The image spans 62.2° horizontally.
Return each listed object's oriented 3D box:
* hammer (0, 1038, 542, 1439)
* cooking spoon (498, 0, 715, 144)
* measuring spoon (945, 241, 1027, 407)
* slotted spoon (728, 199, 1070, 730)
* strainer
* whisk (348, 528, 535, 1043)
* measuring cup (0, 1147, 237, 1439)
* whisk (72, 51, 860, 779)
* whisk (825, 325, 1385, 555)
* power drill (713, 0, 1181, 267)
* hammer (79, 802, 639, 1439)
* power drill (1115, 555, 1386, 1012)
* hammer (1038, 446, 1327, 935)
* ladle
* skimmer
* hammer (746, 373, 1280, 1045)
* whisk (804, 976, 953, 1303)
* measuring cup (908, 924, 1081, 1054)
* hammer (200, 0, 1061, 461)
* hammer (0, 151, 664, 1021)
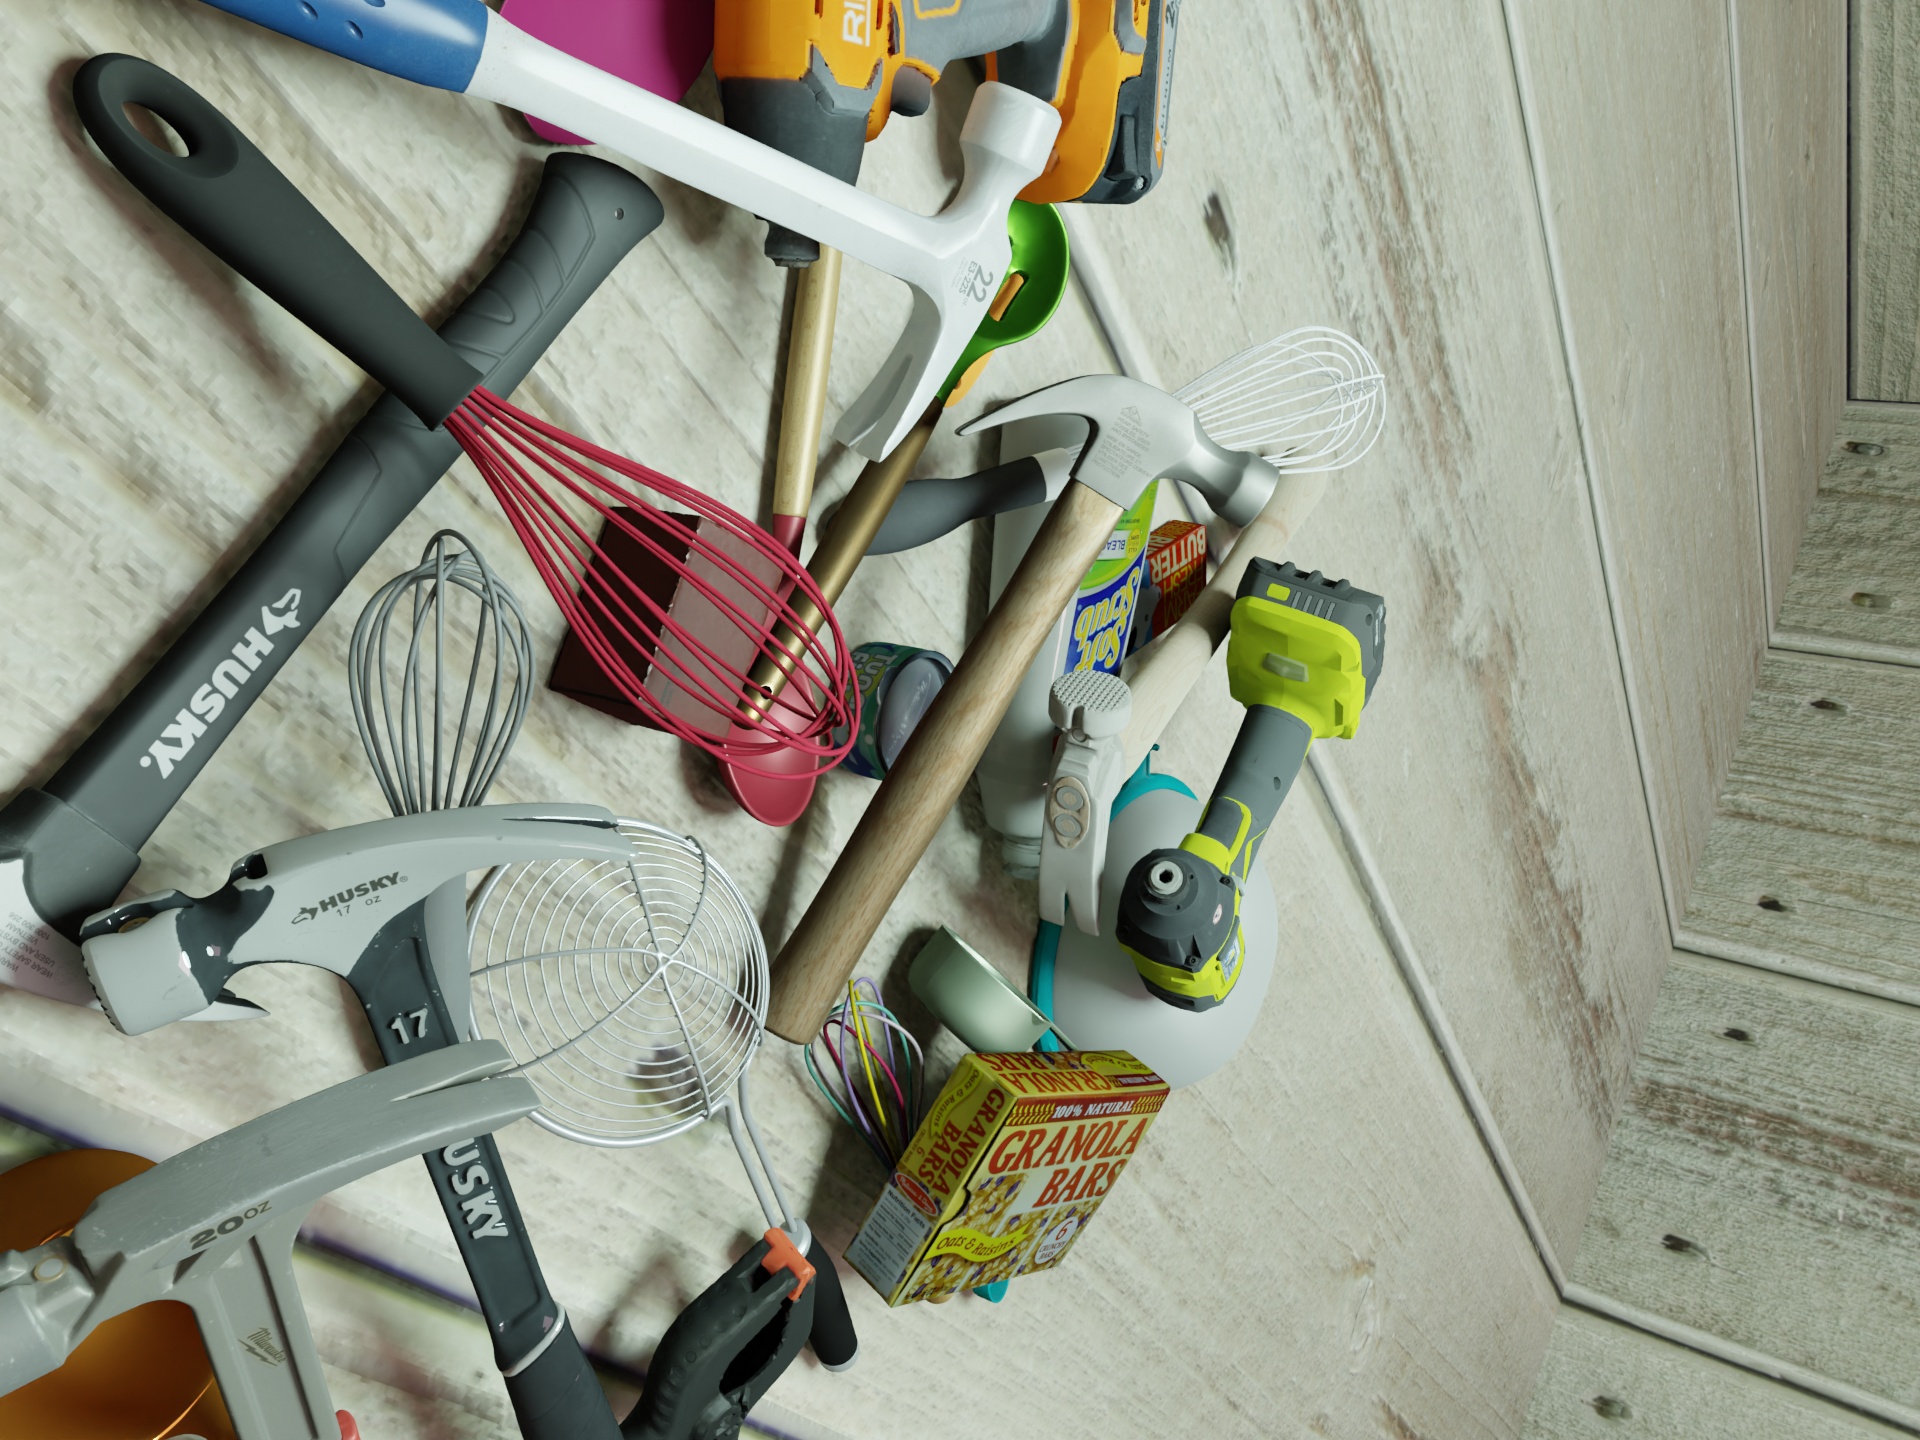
[{"bbox_3d":[-0.196,0.256,0.513,0.149,0.037,0.358,-21,134,-31],"label":"hammer"},{"bbox_3d":[-0.067,-0.315,0.624,0.319,0.017,0.068,-50,137,-33],"label":"cooking spoon"},{"bbox_3d":[0.015,-0.202,0.782,0.021,0.011,0.117,43,69,-44],"label":"measuring spoon"},{"bbox_3d":[-0.027,-0.123,0.698,0.070,0.031,0.314,40,58,-24],"label":"slotted spoon"},{"bbox_3d":[0.112,0.197,0.960,0.210,0.095,0.340,52,57,-48],"label":"strainer"},{"bbox_3d":[-0.170,0.046,0.518,0.055,0.055,0.238,-30,144,-46],"label":"whisk"},{"bbox_3d":[-0.251,0.199,0.497,0.095,0.052,0.173,-53,143,-28],"label":"measuring cup"},{"bbox_3d":[-0.138,-0.084,0.487,0.295,0.073,0.073,43,62,-22],"label":"whisk"},{"bbox_3d":[0.073,-0.122,0.741,0.284,0.070,0.070,-18,120,-13],"label":"whisk"},{"bbox_3d":[-0.006,-0.264,0.644,0.226,0.084,0.164,-13,113,-48],"label":"power drill"},{"bbox_3d":[-0.152,0.202,0.560,0.149,0.036,0.408,-21,125,-21],"label":"hammer"},{"bbox_3d":[0.150,0.034,0.847,0.223,0.080,0.171,-64,159,-15],"label":"power drill"},{"bbox_3d":[0.139,-0.048,0.911,0.411,0.038,0.146,-49,148,-49],"label":"hammer"},{"bbox_3d":[-0.069,-0.113,0.675,0.069,0.031,0.315,1,98,-61],"label":"ladle"},{"bbox_3d":[-0.111,0.191,0.706,0.127,0.090,0.362,-55,149,-35],"label":"skimmer"},{"bbox_3d":[-0.001,-0.002,0.701,0.331,0.130,0.031,-59,-172,7],"label":"hammer"},{"bbox_3d":[-0.033,0.226,0.814,0.051,0.047,0.244,-31,130,-24],"label":"whisk"},{"bbox_3d":[0.028,0.167,0.847,0.038,0.083,0.167,-46,135,-5],"label":"measuring cup"},{"bbox_3d":[-0.138,-0.190,0.476,0.405,0.035,0.144,10,107,-43],"label":"hammer"},{"bbox_3d":[-0.195,-0.060,0.509,0.335,0.035,0.146,-60,140,-24],"label":"hammer"}]
